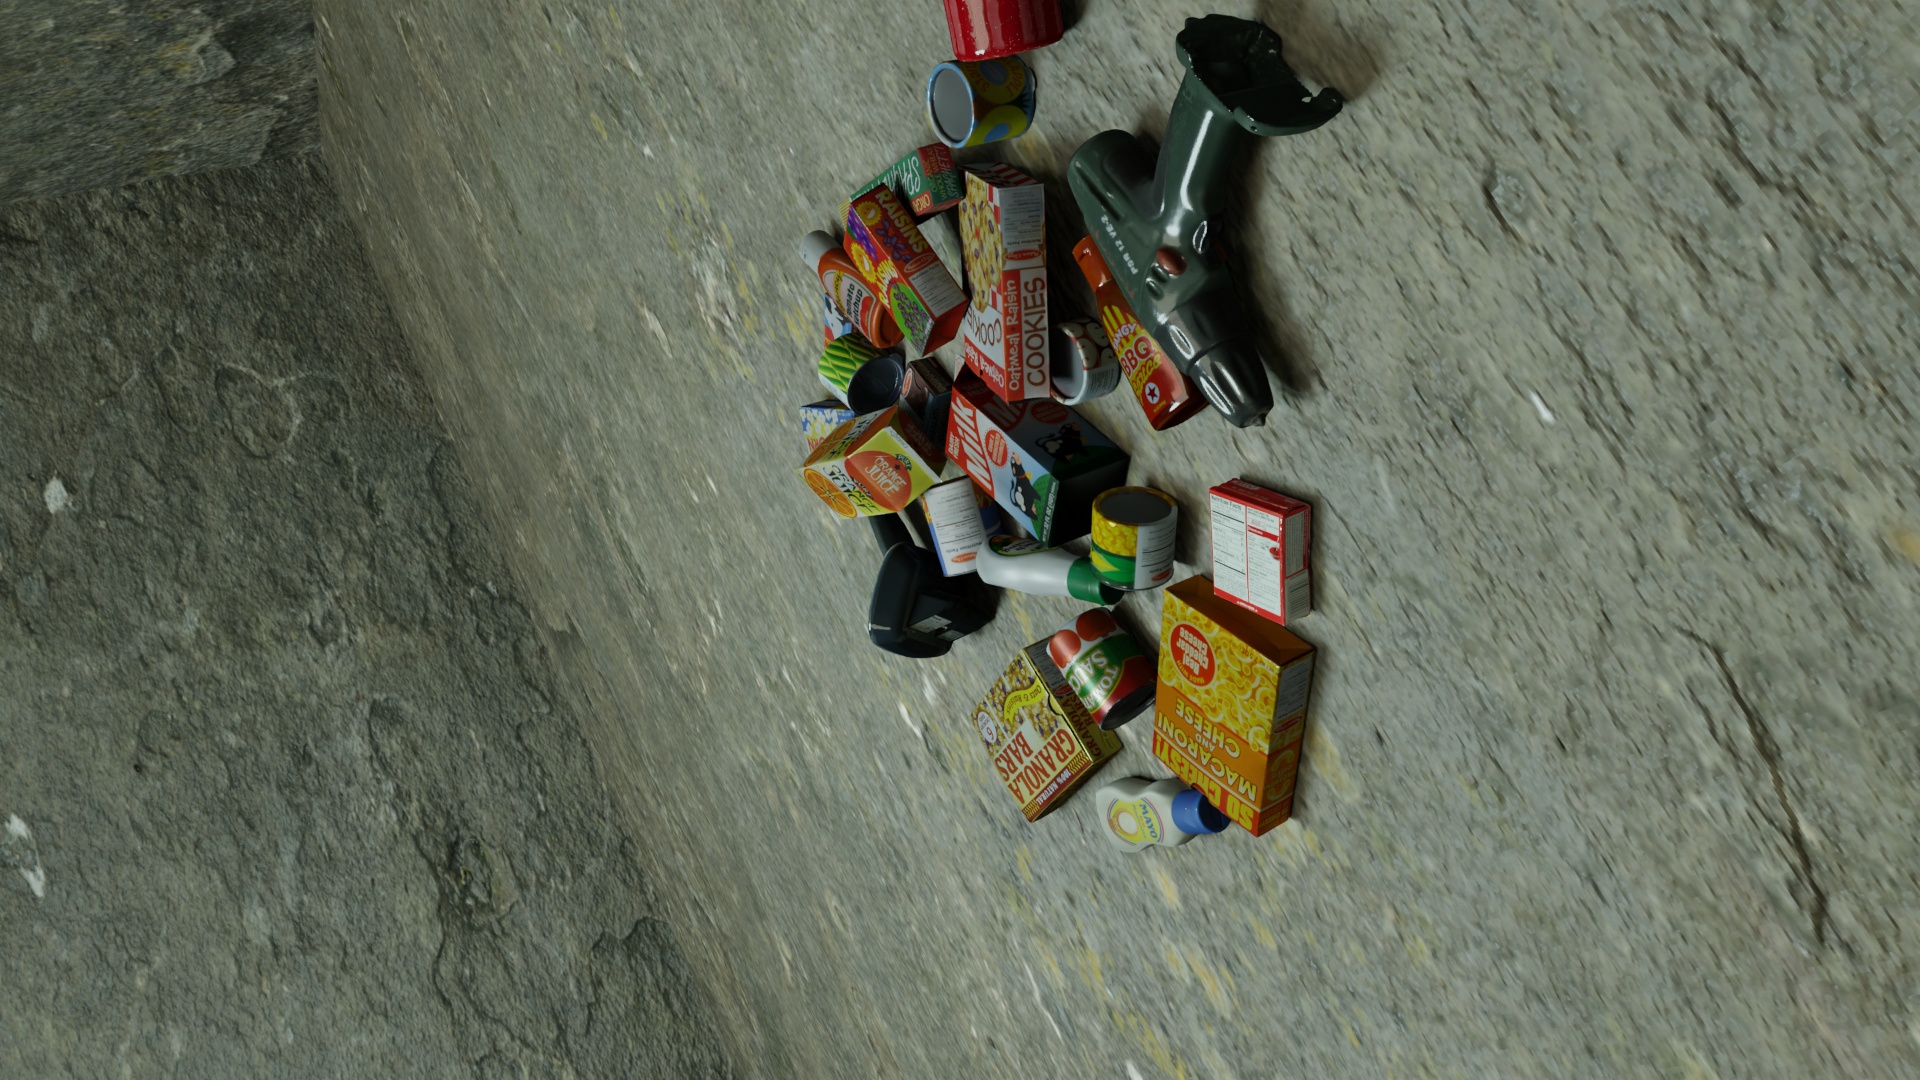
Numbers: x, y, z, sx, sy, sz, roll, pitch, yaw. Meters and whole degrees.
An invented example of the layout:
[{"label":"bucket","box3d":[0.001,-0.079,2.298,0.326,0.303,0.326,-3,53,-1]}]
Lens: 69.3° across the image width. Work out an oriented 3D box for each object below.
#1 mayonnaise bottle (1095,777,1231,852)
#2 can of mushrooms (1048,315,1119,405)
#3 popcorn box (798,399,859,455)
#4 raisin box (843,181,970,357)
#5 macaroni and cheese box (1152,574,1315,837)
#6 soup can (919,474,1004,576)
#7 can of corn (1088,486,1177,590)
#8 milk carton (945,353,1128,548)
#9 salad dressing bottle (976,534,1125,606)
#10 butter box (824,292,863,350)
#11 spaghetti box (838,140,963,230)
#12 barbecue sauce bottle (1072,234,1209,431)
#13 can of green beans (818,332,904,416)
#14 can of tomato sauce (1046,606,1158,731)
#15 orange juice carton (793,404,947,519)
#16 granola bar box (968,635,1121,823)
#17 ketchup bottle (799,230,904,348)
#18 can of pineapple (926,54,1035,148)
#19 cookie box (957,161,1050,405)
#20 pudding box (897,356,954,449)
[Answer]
[{"label":"mayonnaise bottle","box3d":[0.173,0.233,1.186,0.147,0.041,0.065,-25,84,61]},{"label":"can of mushrooms","box3d":[0.091,-0.144,1.097,0.071,0.033,0.070,38,138,45]},{"label":"popcorn box","box3d":[-0.119,-0.103,1.466,0.126,0.038,0.085,10,116,57]},{"label":"raisin box","box3d":[-0.047,-0.224,1.160,0.123,0.040,0.086,55,166,7]},{"label":"macaroni and cheese box","box3d":[0.204,0.127,1.069,0.124,0.040,0.165,37,137,45]},{"label":"soup can","box3d":[0.005,-0.016,1.290,0.071,0.071,0.083,-7,101,60]},{"label":"can of corn","box3d":[0.132,-0.004,1.080,0.071,0.071,0.058,35,135,45]},{"label":"milk carton","box3d":[0.048,-0.083,1.164,0.191,0.074,0.072,44,142,37]},{"label":"salad dressing bottle","box3d":[0.078,0.026,1.201,0.147,0.064,0.044,12,108,47]},{"label":"butter box","box3d":[-0.117,-0.199,1.417,0.053,0.024,0.103,43,141,39]},{"label":"spaghetti box","box3d":[-0.056,-0.294,1.206,0.250,0.029,0.050,7,115,70]},{"label":"barbecue sauce bottle","box3d":[0.131,-0.157,1.011,0.148,0.044,0.064,63,152,11]},{"label":"can of green beans","box3d":[-0.098,-0.163,1.364,0.058,0.071,0.071,42,141,40]},{"label":"can of tomato sauce","box3d":[0.120,0.107,1.167,0.083,0.071,0.070,54,147,25]},{"label":"orange juice carton","box3d":[-0.079,-0.072,1.307,0.071,0.073,0.192,47,160,-17]},{"label":"granola bar box","box3d":[0.075,0.182,1.319,0.124,0.039,0.164,58,149,18]},{"label":"ketchup bottle","box3d":[-0.104,-0.250,1.345,0.149,0.044,0.064,47,144,35]},{"label":"can of pineapple","box3d":[0.015,-0.342,1.074,0.071,0.058,0.070,36,136,44]},{"label":"cookie box","box3d":[0.033,-0.206,1.101,0.123,0.040,0.166,-124,28,-63]},{"label":"pudding box","box3d":[-0.033,-0.127,1.317,0.050,0.030,0.083,53,147,29]}]
